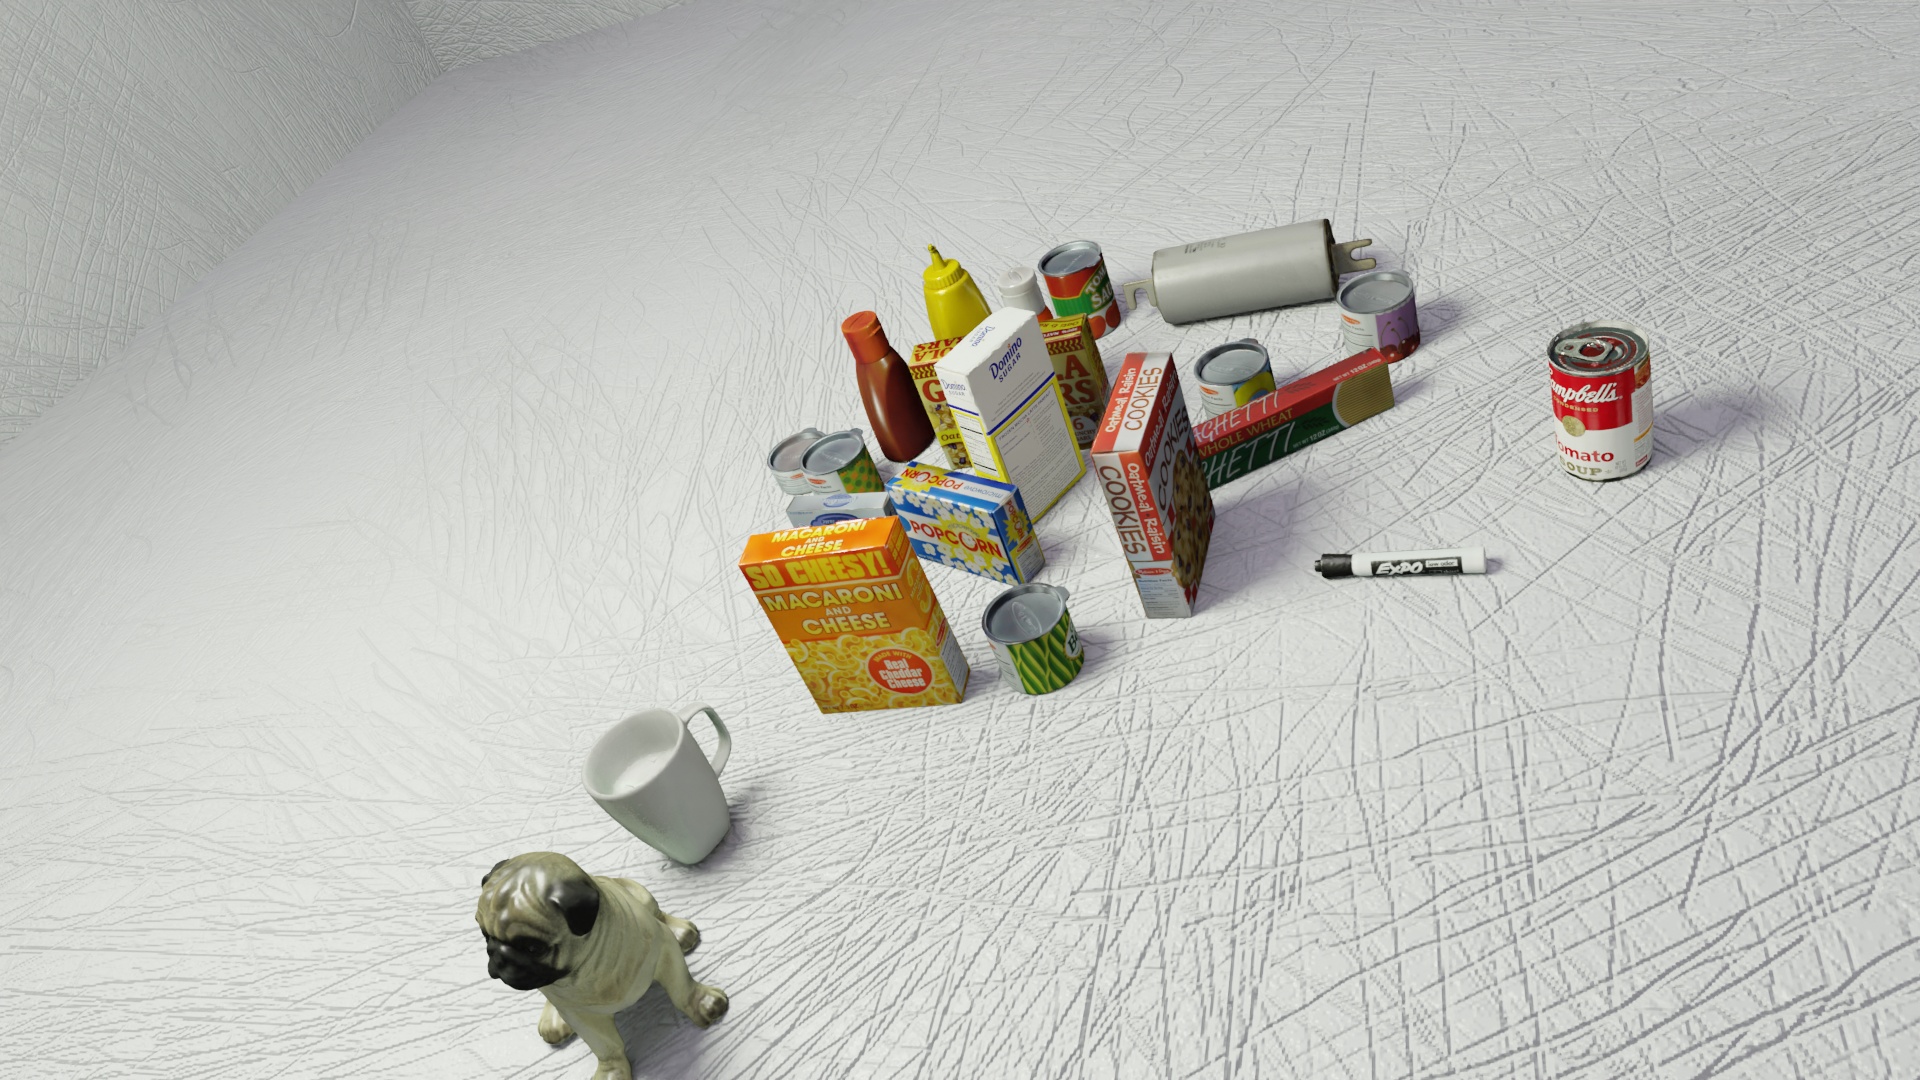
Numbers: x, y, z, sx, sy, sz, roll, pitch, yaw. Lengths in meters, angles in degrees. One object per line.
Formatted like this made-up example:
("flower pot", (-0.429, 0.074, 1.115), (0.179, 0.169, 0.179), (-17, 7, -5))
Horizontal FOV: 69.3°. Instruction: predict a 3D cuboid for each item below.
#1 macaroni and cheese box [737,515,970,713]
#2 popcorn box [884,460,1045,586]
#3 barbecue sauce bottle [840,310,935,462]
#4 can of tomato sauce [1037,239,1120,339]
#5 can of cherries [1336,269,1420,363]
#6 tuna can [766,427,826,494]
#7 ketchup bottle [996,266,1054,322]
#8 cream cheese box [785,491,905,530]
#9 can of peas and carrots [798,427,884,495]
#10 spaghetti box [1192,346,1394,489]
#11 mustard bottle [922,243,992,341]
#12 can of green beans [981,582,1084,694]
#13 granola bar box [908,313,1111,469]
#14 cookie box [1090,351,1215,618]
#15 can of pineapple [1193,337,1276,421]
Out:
("macaroni and cheese box", (-0.079, 0.059, 1.059), (0.123, 0.165, 0.040), (-7, 39, 21))
("popcorn box", (0.004, -0.015, 1.177), (0.127, 0.085, 0.038), (16, 51, 41))
("barbecue sauce bottle", (-0.071, -0.150, 1.335), (0.043, 0.148, 0.065), (9, 47, 37))
("can of tomato sauce", (0.124, -0.254, 1.418), (0.071, 0.082, 0.071), (-15, 37, 11))
("can of cherries", (0.374, -0.199, 1.235), (0.071, 0.058, 0.072), (-15, 37, 11))
("tuna can", (-0.156, -0.079, 1.390), (0.071, 0.032, 0.071), (-15, 37, 11))
("ketchup bottle", (0.072, -0.184, 1.302), (0.043, 0.148, 0.065), (-25, 36, -3))
("cream cheese box", (-0.102, -0.016, 1.262), (0.104, 0.053, 0.024), (-2, 41, 27))
("can of peas and carrots", (-0.111, -0.064, 1.323), (0.071, 0.058, 0.071), (-15, 37, 11))
("spaghetti box", (0.246, -0.088, 1.171), (0.250, 0.050, 0.029), (-24, 36, -2))
("mustard bottle", (-0.003, -0.231, 1.392), (0.065, 0.159, 0.049), (-30, 36, -9))
("can of green beans", (0.056, 0.075, 1.059), (0.071, 0.057, 0.071), (-15, 37, 11))
("granola bar box", (0.050, -0.134, 1.270), (0.165, 0.123, 0.039), (-8, 39, 20))
("cookie box", (0.150, -0.042, 1.064), (0.040, 0.166, 0.123), (-3, 40, 25))
("can of pineapple", (0.245, -0.135, 1.223), (0.071, 0.057, 0.071), (-15, 37, 11))
